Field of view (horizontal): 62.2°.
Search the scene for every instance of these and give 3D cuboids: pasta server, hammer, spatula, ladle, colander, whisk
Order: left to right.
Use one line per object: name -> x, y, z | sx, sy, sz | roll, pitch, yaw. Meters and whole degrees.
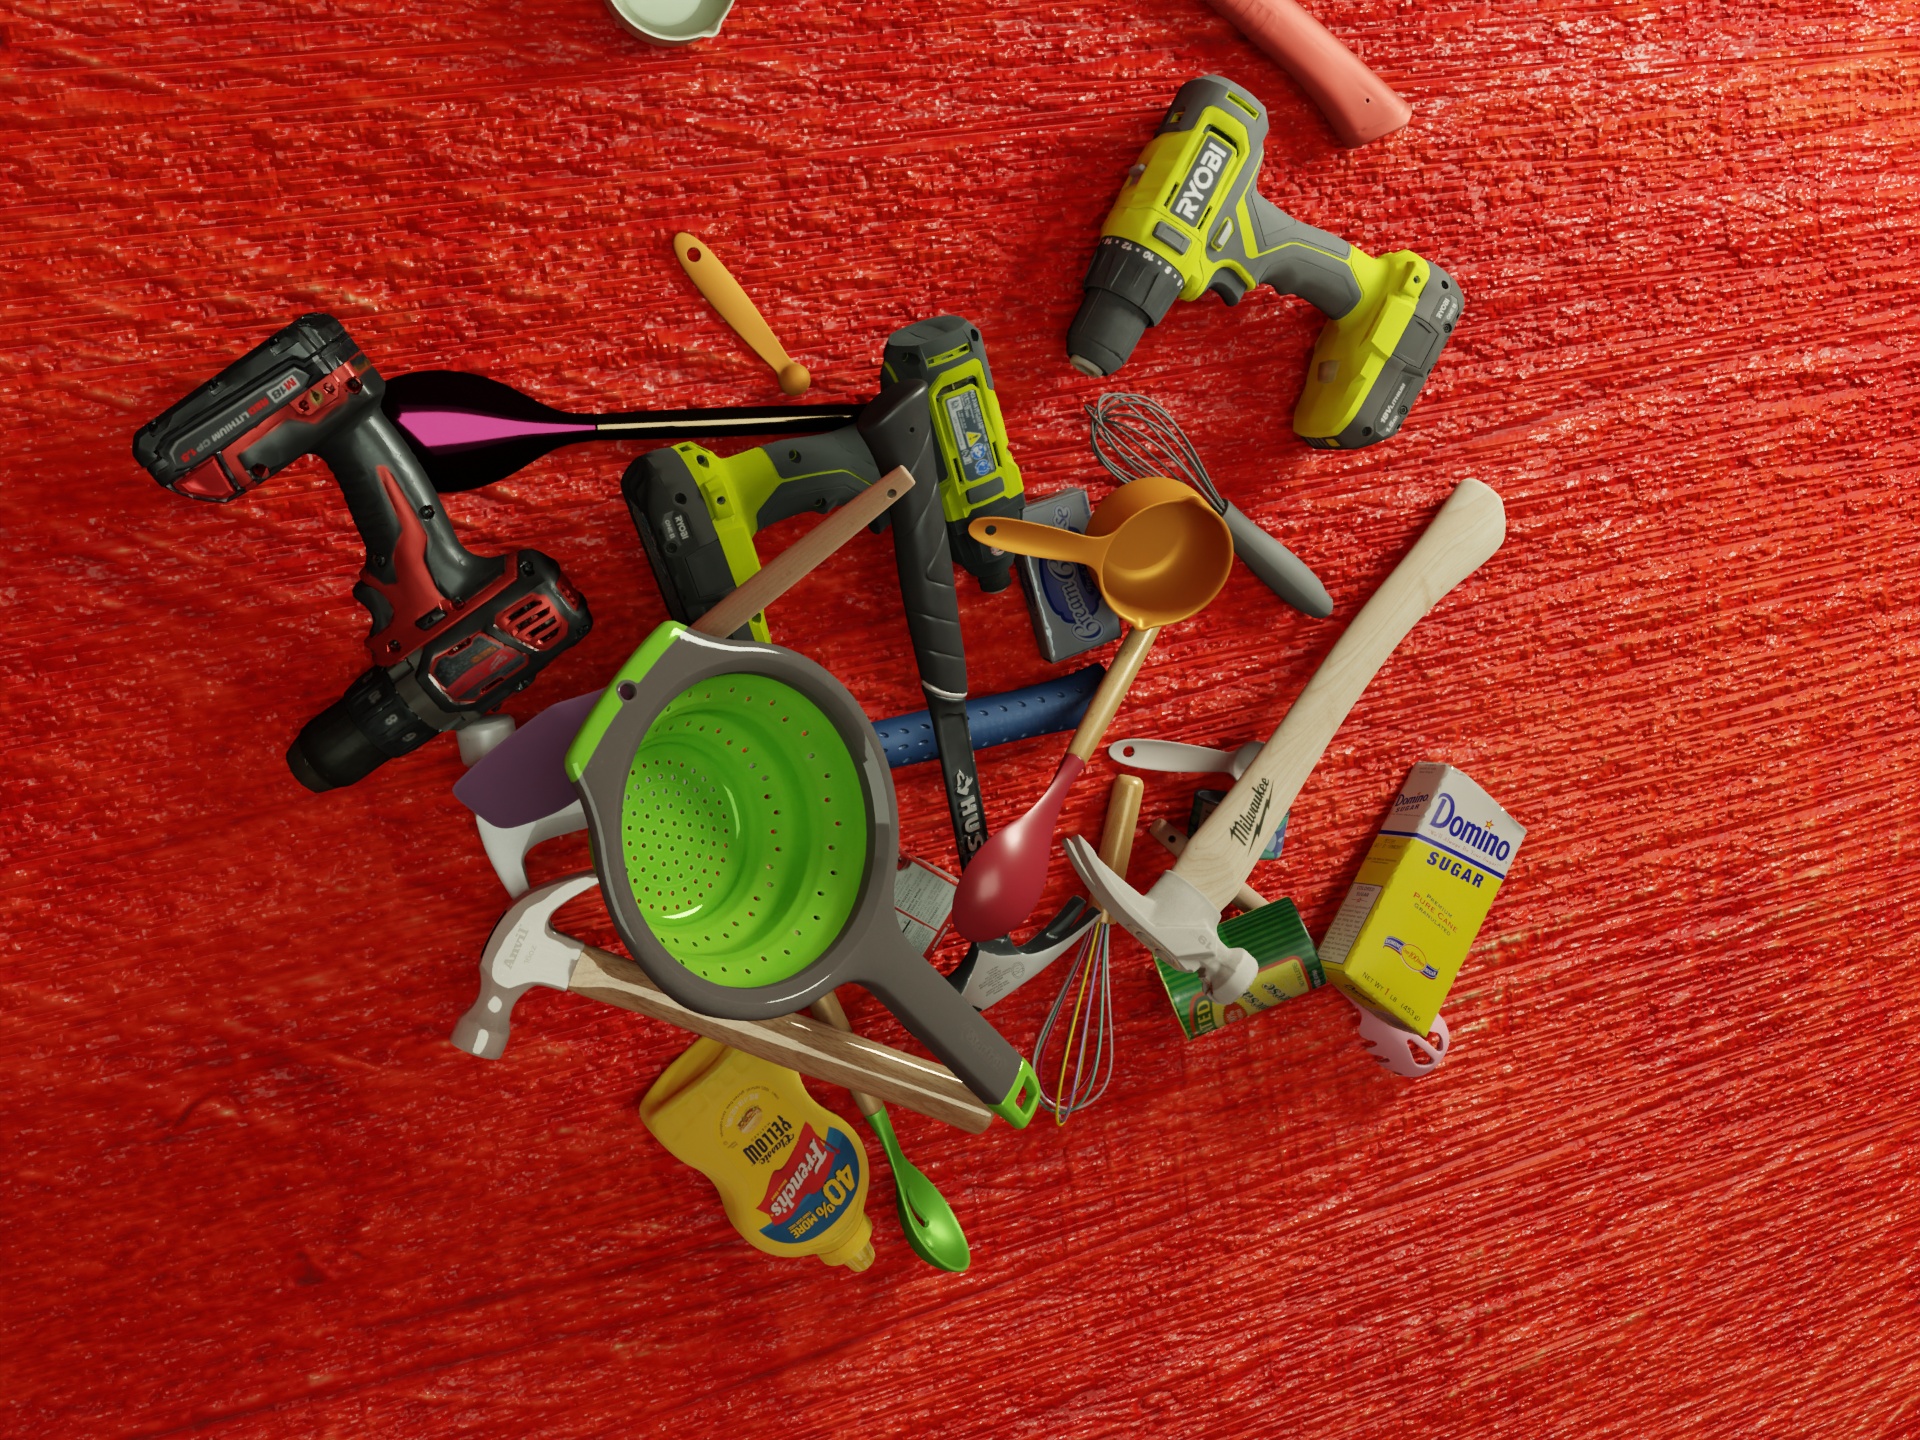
spatula -> -0.151, -0.039, 0.886 | 0.316, 0.018, 0.059 | -37, 126, 10
hammer -> -0.124, 0.183, 0.960 | 0.331, 0.031, 0.130 | 23, 83, -19
colander -> -0.092, 0.116, 0.925 | 0.396, 0.094, 0.205 | 50, 53, -29
hammer -> -0.093, 0.030, 0.994 | 0.405, 0.035, 0.144 | -12, 104, -17
hammer -> -0.002, -0.003, 0.964 | 0.149, 0.036, 0.408 | -22, 118, -25
ladle -> 0.082, 0.005, 1.000 | 0.315, 0.031, 0.069 | -60, 139, -25
whisk -> 0.091, 0.157, 1.087 | 0.047, 0.051, 0.245 | 9, 94, -42
hammer -> 0.146, -0.482, 0.977 | 0.358, 0.037, 0.149 | 30, 90, -22
whisk -> 0.168, -0.137, 1.052 | 0.238, 0.055, 0.055 | 36, 88, -27
pasta server -> 0.249, 0.166, 1.150 | 0.316, 0.040, 0.060 | 39, 86, -18
hammer -> 0.235, -0.017, 1.057 | 0.146, 0.038, 0.411 | 42, 71, -6

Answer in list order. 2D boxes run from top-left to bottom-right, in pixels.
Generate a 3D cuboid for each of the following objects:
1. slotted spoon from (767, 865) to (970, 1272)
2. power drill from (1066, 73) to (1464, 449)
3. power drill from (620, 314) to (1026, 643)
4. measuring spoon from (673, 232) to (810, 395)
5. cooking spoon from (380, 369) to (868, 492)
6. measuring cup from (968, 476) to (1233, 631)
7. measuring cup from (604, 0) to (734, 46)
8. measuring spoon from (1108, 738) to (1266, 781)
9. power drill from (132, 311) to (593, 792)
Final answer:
slotted spoon -> -0.067, 0.230, 1.035 | 0.031, 0.070, 0.313 | -21, 105, 9
power drill -> 0.189, -0.267, 1.015 | 0.228, 0.080, 0.190 | 28, 90, -20
power drill -> -0.071, -0.121, 0.943 | 0.223, 0.080, 0.171 | -25, 120, -14
measuring spoon -> -0.129, -0.240, 0.940 | 0.021, 0.011, 0.116 | -43, 111, -7
cooking spoon -> -0.187, -0.173, 0.929 | 0.318, 0.017, 0.068 | -6, 106, -18
measuring cup -> 0.082, -0.114, 0.984 | 0.173, 0.052, 0.095 | 8, 119, -19
measuring cup -> -0.130, -0.441, 0.887 | 0.167, 0.038, 0.083 | -40, 111, -10
measuring spoon -> 0.159, 0.025, 1.097 | 0.124, 0.018, 0.034 | 6, 99, -14
power drill -> -0.337, -0.083, 0.862 | 0.188, 0.080, 0.226 | -35, 113, 2
